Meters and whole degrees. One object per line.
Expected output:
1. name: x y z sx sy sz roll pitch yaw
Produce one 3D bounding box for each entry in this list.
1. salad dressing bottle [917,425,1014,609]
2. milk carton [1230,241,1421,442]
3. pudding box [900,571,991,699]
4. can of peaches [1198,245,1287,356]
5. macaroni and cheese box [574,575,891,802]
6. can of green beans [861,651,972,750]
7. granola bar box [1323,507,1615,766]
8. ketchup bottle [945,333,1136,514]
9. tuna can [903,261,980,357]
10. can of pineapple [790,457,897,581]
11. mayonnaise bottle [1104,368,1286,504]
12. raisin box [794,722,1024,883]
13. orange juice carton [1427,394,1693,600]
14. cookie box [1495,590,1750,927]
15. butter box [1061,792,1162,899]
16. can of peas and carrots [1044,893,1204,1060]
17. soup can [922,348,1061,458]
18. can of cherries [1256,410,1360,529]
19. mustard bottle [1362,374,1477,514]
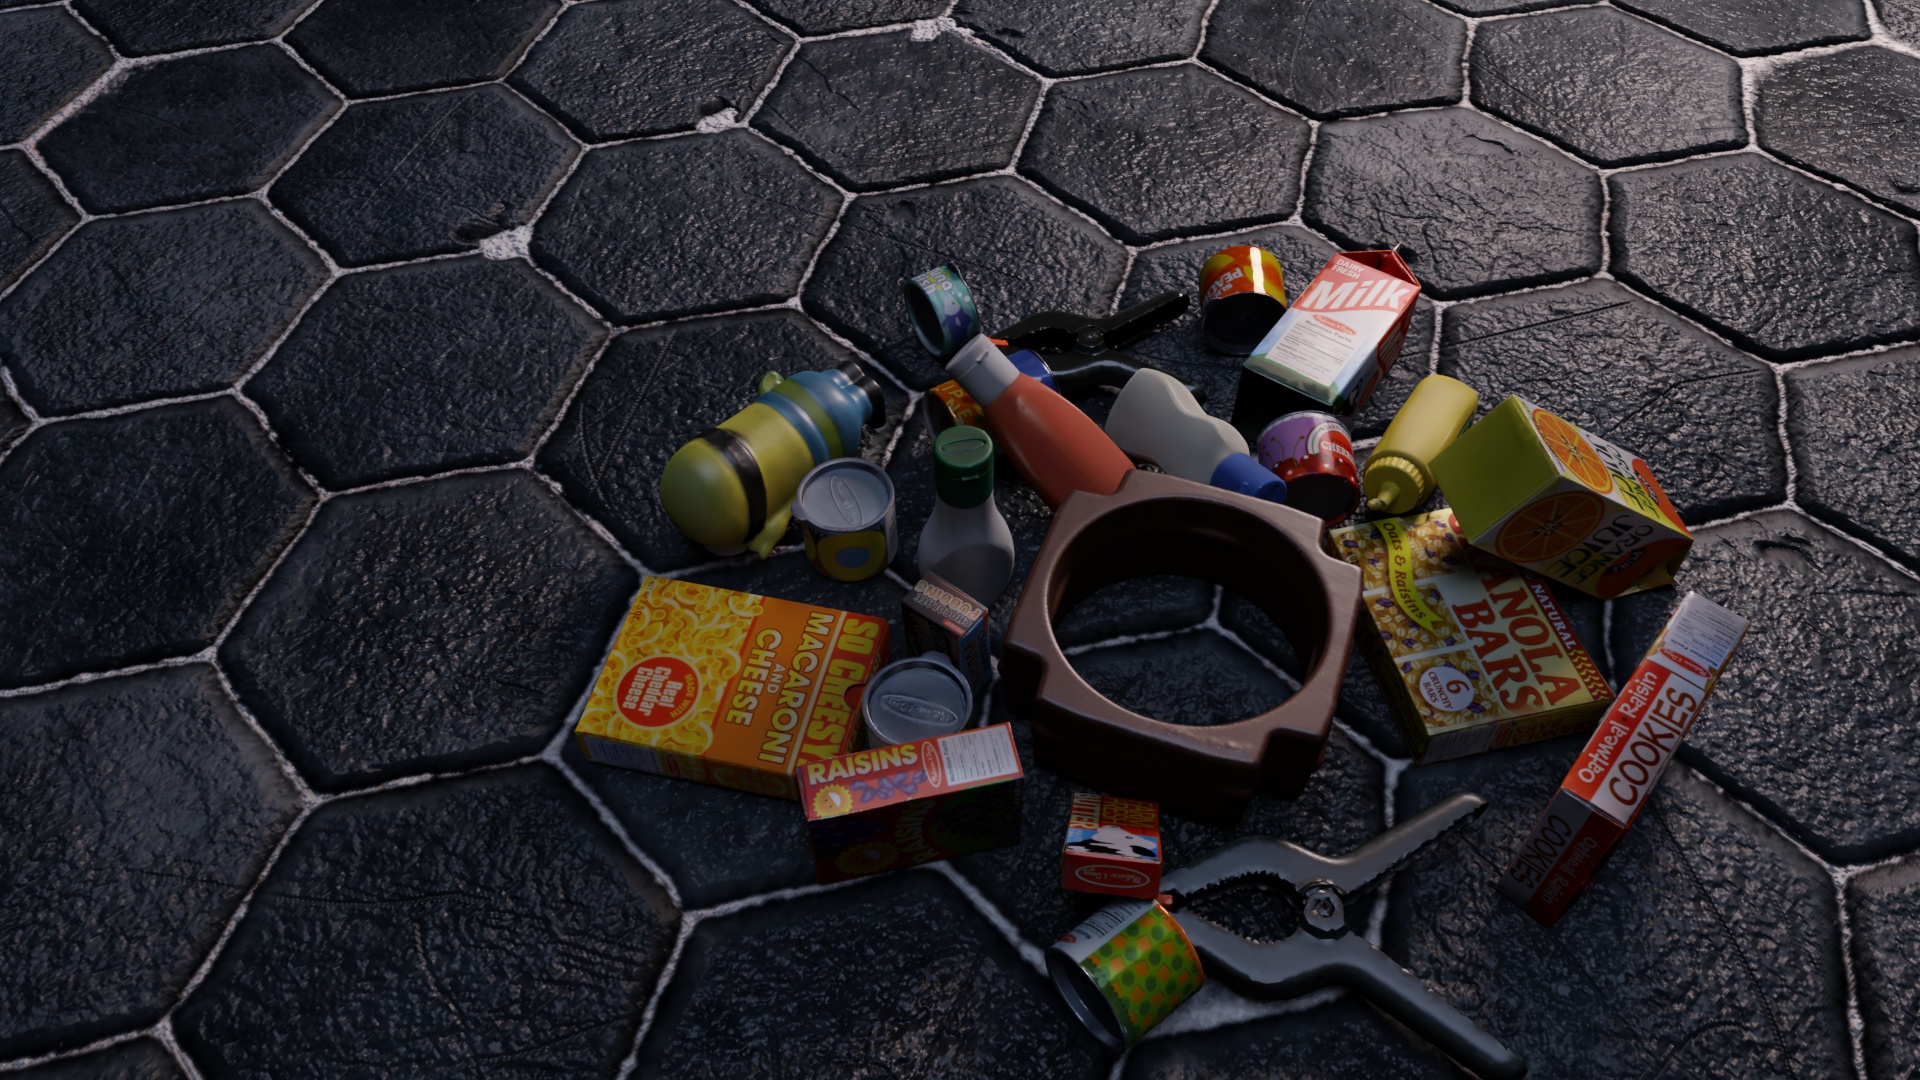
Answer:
1. salad dressing bottle: 0.003 -0.011 0.892 0.064 0.146 0.044 -10 52 -7
2. milk carton: 0.285 -0.148 1.047 0.073 0.072 0.191 29 58 22
3. pudding box: -0.008 0.063 0.874 0.050 0.083 0.030 31 61 22
4. can of peaches: 0.218 -0.188 1.081 0.071 0.071 0.058 2 51 3
5. macaroni and cheese box: -0.140 0.094 0.878 0.166 0.040 0.124 9 53 9
6. can of green beans: -0.025 0.114 0.849 0.071 0.057 0.071 -1 51 1
7. granola bar box: 0.324 0.055 0.903 0.124 0.038 0.166 -10 52 -7
8. ketchup bottle: 0.053 -0.078 0.961 0.148 0.043 0.065 46 73 -11
9. tuna can: -0.015 -0.179 1.077 0.033 0.070 0.071 -26 55 -17
10. can of pineapple: -0.079 -0.014 0.952 0.071 0.057 0.071 -1 51 1
11. mayonnaise bottle: 0.165 -0.063 0.971 0.041 0.064 0.148 14 22 -43
12. raisin box: -0.028 0.152 0.800 0.123 0.085 0.040 -11 54 -8
13. orange juice carton: 0.406 -0.020 0.911 0.193 0.072 0.072 18 43 -32
14. cookie box: 0.377 0.126 0.791 0.040 0.122 0.168 33 59 25
15. butter box: 0.086 0.170 0.783 0.053 0.024 0.103 5 8 7
16. can of peas and carrots: 0.089 0.233 0.748 0.059 0.070 0.071 -31 57 -22
17. soup can: 0.025 -0.093 1.009 0.084 0.071 0.071 -25 55 -17
18. can of cherries: 0.244 -0.049 0.968 0.071 0.071 0.059 2 51 2
19. mustard bottle: 0.313 -0.057 0.963 0.049 0.065 0.161 27 44 20
